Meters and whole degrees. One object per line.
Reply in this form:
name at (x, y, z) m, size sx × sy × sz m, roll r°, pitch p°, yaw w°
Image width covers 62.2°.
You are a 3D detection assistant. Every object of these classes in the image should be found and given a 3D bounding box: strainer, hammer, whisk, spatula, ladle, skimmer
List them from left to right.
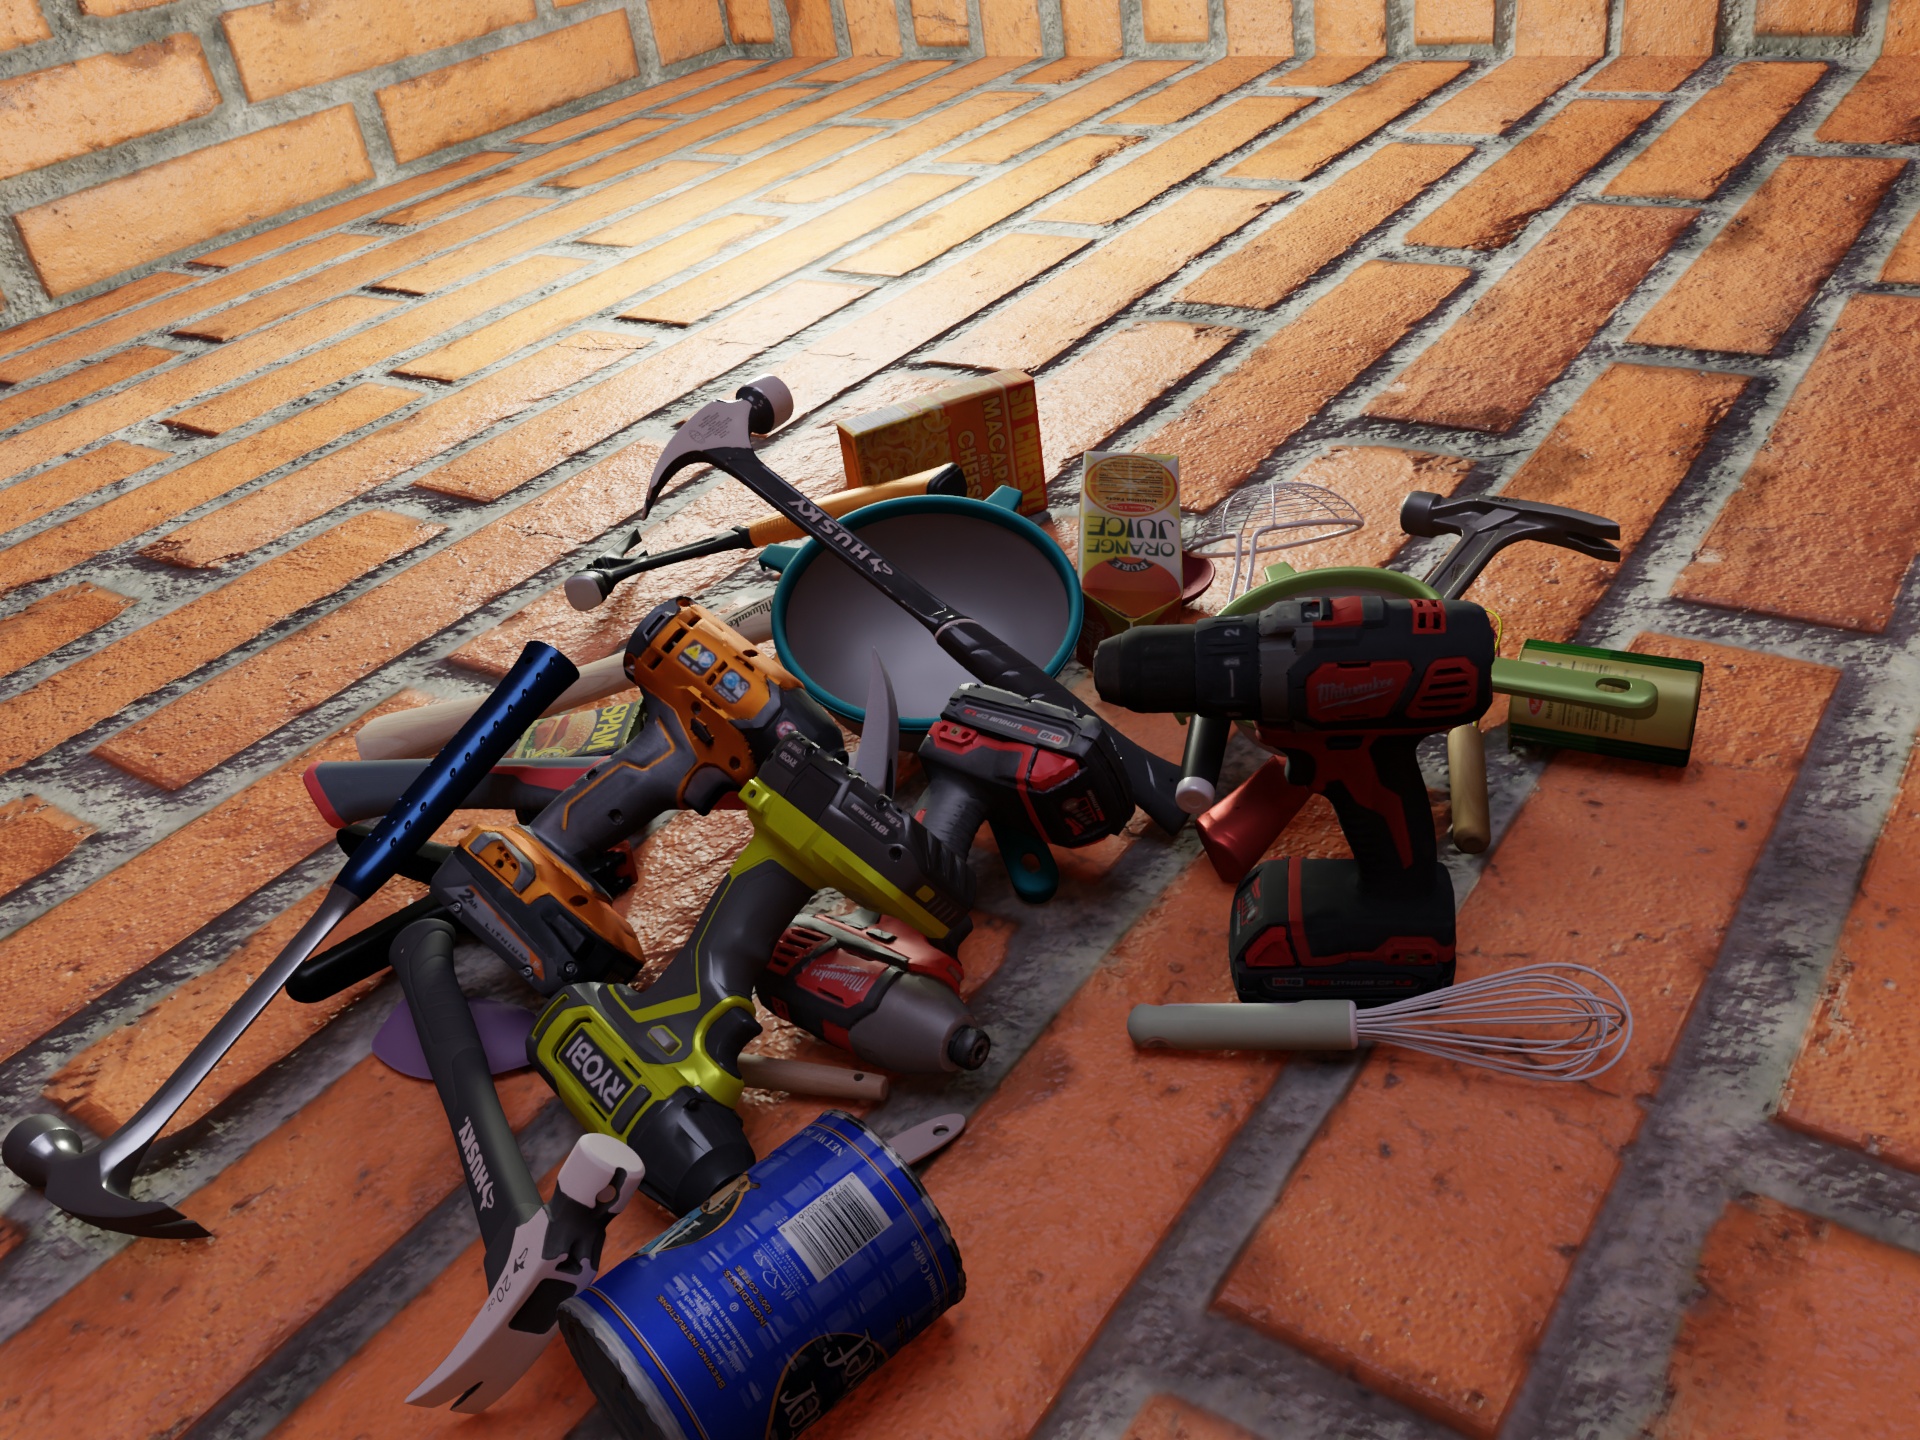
hammer at (-0.356, 0.110, 0.915) m, size 0.144 × 0.035 × 0.406 m, roll 16°, pitch 57°, yaw 33°
hammer at (-0.251, 0.194, 0.804) m, size 0.146 × 0.035 × 0.335 m, roll -59°, pitch 34°, yaw 4°
hammer at (-0.230, 0.025, 1.006) m, size 0.386 × 0.038 × 0.143 m, roll 0°, pitch 65°, yaw 11°
spatula at (-0.188, 0.185, 0.872) m, size 0.316 × 0.018 × 0.060 m, roll 2°, pitch 40°, yaw 19°
hammer at (-0.244, -0.036, 1.197) m, size 0.410 × 0.038 × 0.146 m, roll -20°, pitch 39°, yaw -12°
hammer at (-0.151, -0.155, 1.283) m, size 0.337 × 0.034 × 0.127 m, roll -11°, pitch 21°, yaw 20°
hammer at (-0.020, -0.066, 0.994) m, size 0.409 × 0.036 × 0.149 m, roll 38°, pitch 48°, yaw 9°
strainer at (-0.002, -0.003, 1.065) m, size 0.211 × 0.095 × 0.341 m, roll -15°, pitch 54°, yaw -9°
ladle at (0.035, -0.111, 1.212) m, size 0.315 × 0.031 × 0.069 m, roll 3°, pitch 41°, yaw 0°
skimmer at (0.194, -0.050, 1.064) m, size 0.127 × 0.090 × 0.364 m, roll -9°, pitch 37°, yaw 26°
whisk at (0.205, 0.152, 0.799) m, size 0.246 × 0.057 × 0.059 m, roll -3°, pitch 64°, yaw 16°
hammer at (0.270, -0.028, 1.001) m, size 0.149 × 0.036 × 0.359 m, roll 19°, pitch 53°, yaw 40°
strainer at (0.259, -0.013, 0.903) m, size 0.256 × 0.069 × 0.151 m, roll 12°, pitch 46°, yaw 33°
whisk at (0.323, -0.004, 1.009) m, size 0.047 × 0.051 × 0.245 m, roll 5°, pitch 38°, yaw 11°

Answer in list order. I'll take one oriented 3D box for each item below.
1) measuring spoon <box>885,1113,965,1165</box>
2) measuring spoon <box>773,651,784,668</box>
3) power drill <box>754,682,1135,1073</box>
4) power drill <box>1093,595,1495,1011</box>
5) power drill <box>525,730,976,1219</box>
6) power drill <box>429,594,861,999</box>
measuring spoon at (-0.046, 0.228, 0.780) m, size 0.124 × 0.018 × 0.034 m, roll -23°, pitch 29°, yaw -31°
measuring spoon at (-0.124, -0.071, 1.254) m, size 0.021 × 0.011 × 0.117 m, roll 1°, pitch 38°, yaw 15°
power drill at (-0.001, 0.092, 0.878) m, size 0.143 × 0.078 × 0.220 m, roll 18°, pitch 60°, yaw 36°
power drill at (0.169, 0.040, 0.810) m, size 0.188 × 0.226 × 0.080 m, roll -1°, pitch 34°, yaw 12°
power drill at (-0.102, 0.132, 0.802) m, size 0.171 × 0.080 × 0.223 m, roll 33°, pitch 82°, yaw 40°
power drill at (-0.173, 0.056, 0.916) m, size 0.164 × 0.084 × 0.226 m, roll 36°, pitch 80°, yaw 19°
